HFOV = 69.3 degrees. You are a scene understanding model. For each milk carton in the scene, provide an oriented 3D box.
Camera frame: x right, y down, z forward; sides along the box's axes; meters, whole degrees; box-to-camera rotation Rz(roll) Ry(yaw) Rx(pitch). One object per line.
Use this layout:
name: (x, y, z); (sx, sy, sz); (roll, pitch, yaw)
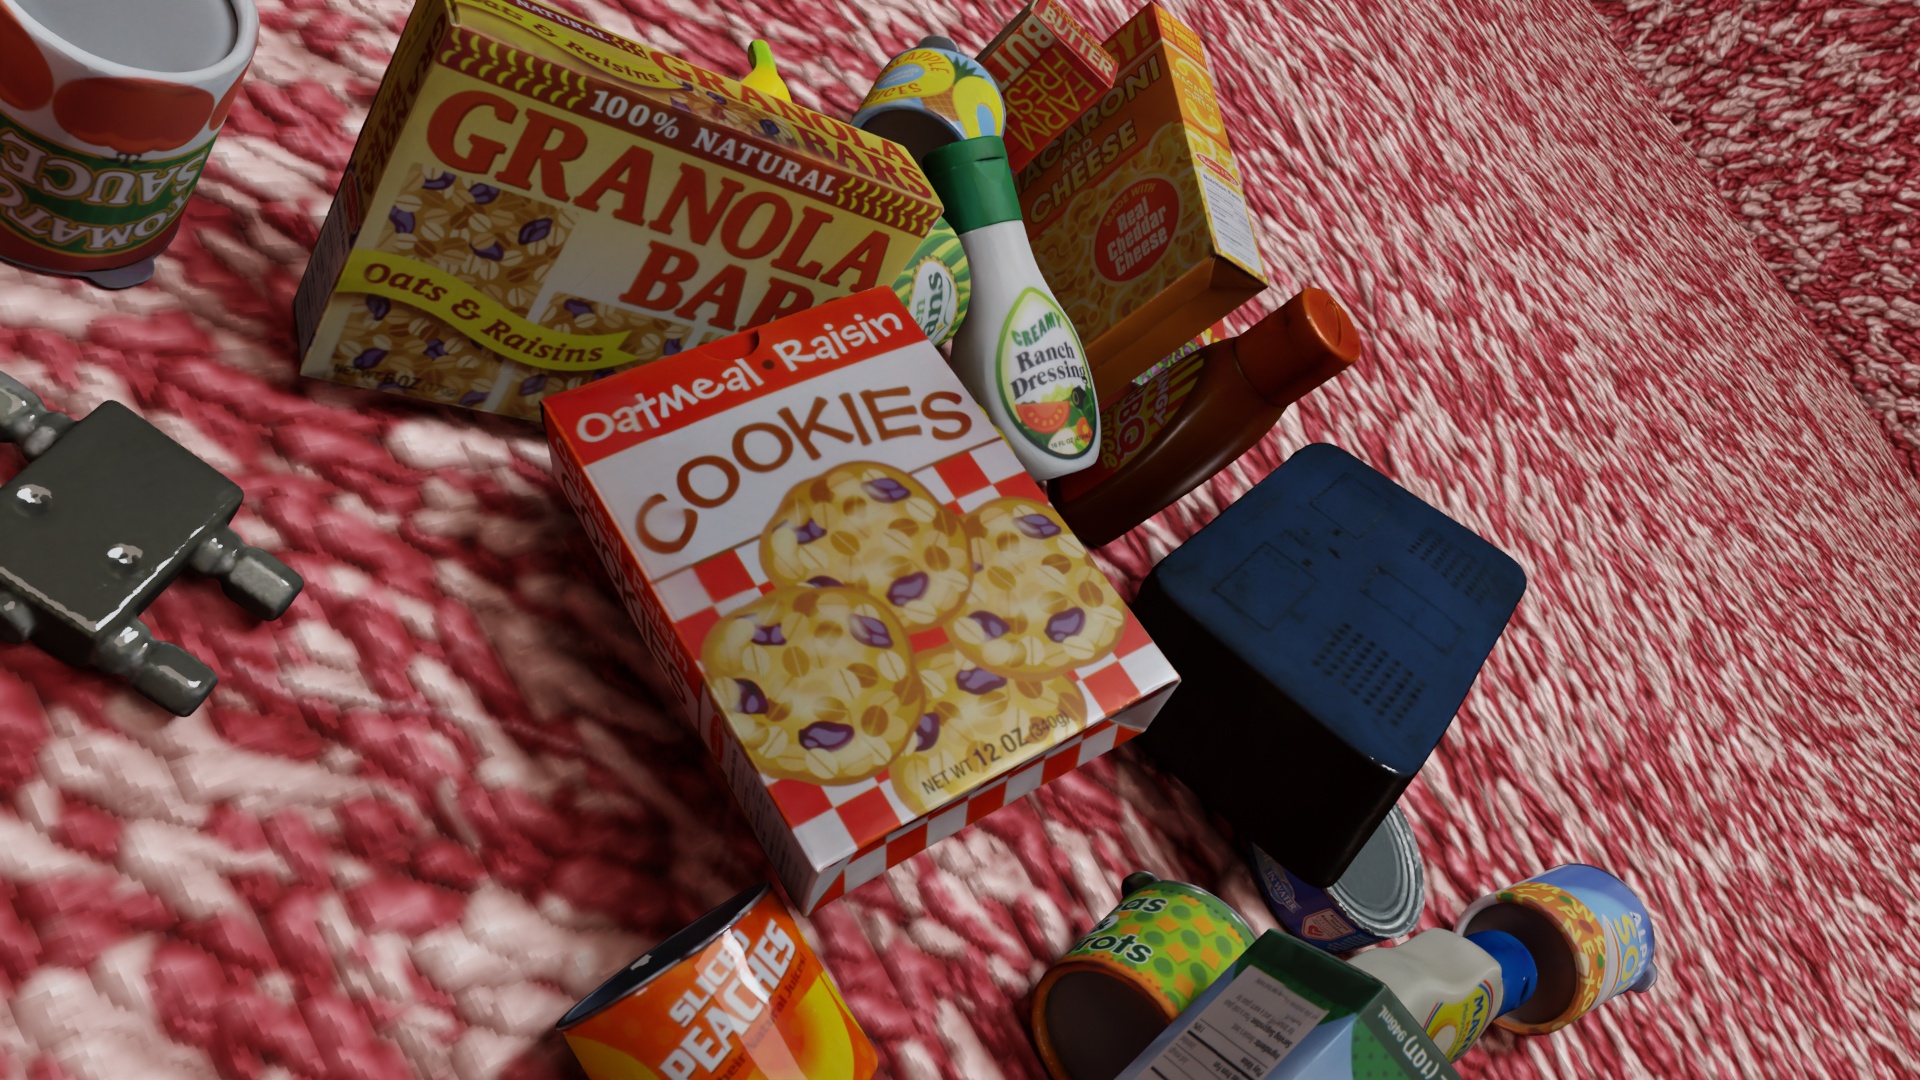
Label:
milk carton: (0.058, 0.208, 0.393); (0.191, 0.073, 0.072); (-40, 97, -13)

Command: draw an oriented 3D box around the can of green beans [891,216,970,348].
can of green beans: (-0.038, -0.103, 0.567); (0.058, 0.071, 0.071); (-26, 82, -51)

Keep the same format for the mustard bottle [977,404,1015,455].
mustard bottle: (0.002, -0.007, 0.541); (0.049, 0.065, 0.161); (13, 50, -34)

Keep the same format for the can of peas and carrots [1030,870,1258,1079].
can of peas and carrots: (0.065, 0.159, 0.481); (0.059, 0.070, 0.071); (-25, 81, -50)

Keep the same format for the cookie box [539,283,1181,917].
cookie box: (-0.033, 0.007, 0.420); (0.123, 0.040, 0.168); (-24, 65, -25)

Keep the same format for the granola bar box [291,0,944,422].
granola bar box: (-0.107, -0.092, 0.443); (0.166, 0.123, 0.039); (10, 40, -41)

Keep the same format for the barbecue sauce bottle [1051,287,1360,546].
barbecue sauce bottle: (0.105, -0.055, 0.608); (0.043, 0.148, 0.065); (34, 43, -24)

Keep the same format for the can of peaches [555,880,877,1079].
can of peaches: (-0.063, 0.133, 0.369); (0.071, 0.071, 0.058); (-29, 86, -51)

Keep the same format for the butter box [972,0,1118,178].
butter box: (0.022, -0.210, 0.674); (0.053, 0.103, 0.024); (39, 41, -20)

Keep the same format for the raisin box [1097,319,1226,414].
raisin box: (0.100, -0.106, 0.727); (0.086, 0.040, 0.124); (21, 51, -33)

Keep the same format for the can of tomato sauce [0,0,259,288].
can of tomato sauce: (-0.234, -0.120, 0.371); (0.071, 0.082, 0.071); (25, 47, -30)

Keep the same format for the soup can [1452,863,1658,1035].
soup can: (0.288, 0.198, 0.671); (0.084, 0.071, 0.071); (0, 63, -44)

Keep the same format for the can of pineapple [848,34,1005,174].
can of pineapple: (-0.018, -0.189, 0.647); (0.071, 0.070, 0.058); (38, 42, -19)

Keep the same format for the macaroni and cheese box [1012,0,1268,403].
macaroni and cheese box: (0.073, -0.158, 0.671); (0.040, 0.123, 0.167); (22, 49, -37)

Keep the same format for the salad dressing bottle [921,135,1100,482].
salad dressing bottle: (0.019, -0.098, 0.602); (0.064, 0.044, 0.147); (-19, 96, -36)

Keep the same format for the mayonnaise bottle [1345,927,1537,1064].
mayonnaise bottle: (0.200, 0.197, 0.592); (0.148, 0.064, 0.041); (1, 19, -46)
